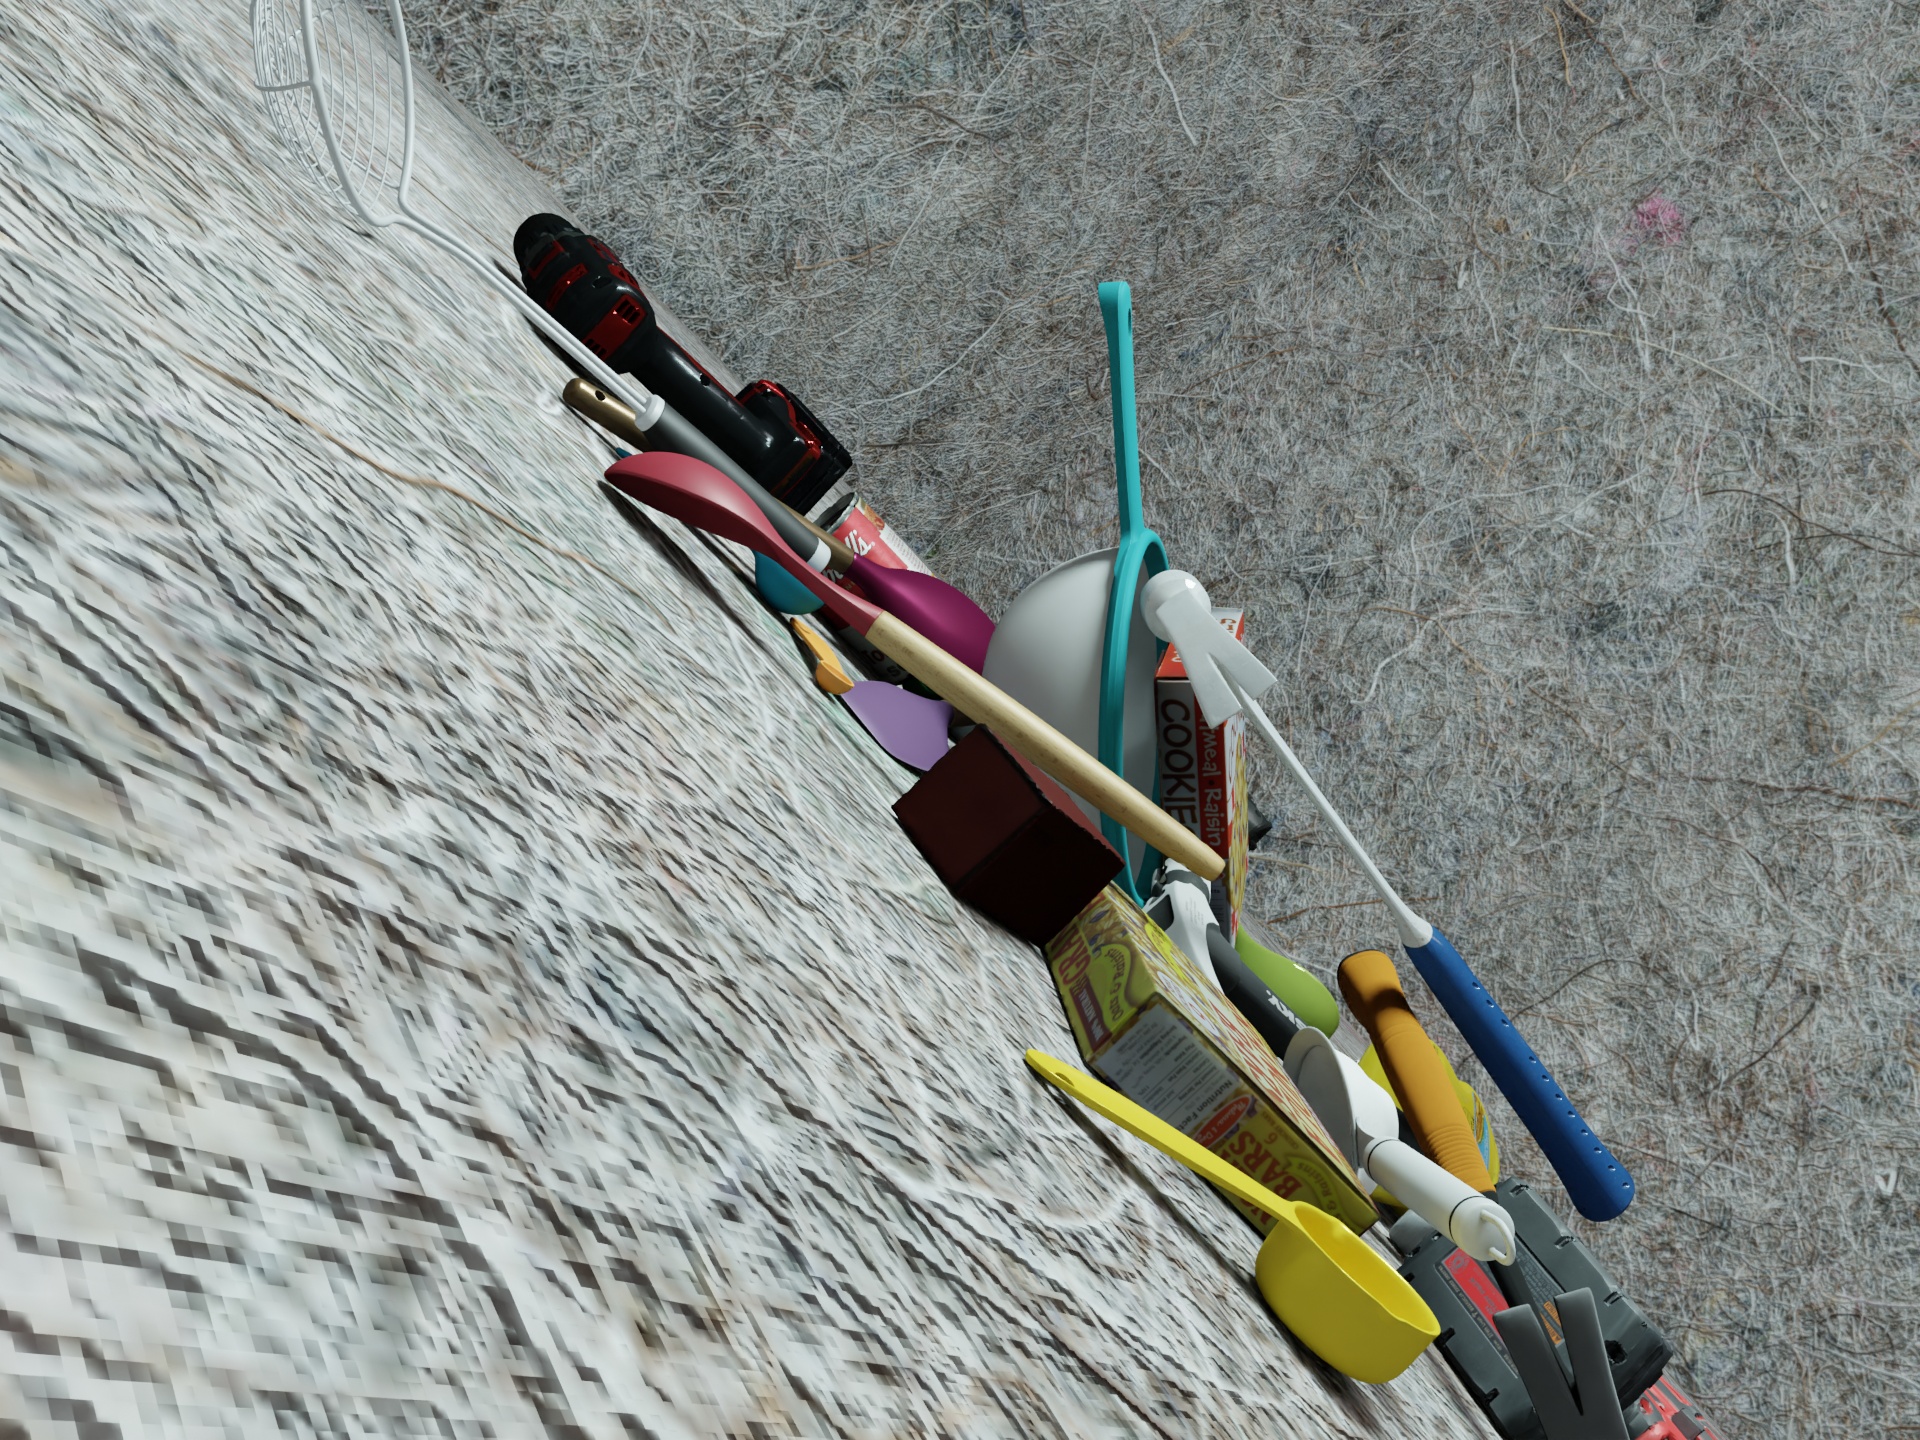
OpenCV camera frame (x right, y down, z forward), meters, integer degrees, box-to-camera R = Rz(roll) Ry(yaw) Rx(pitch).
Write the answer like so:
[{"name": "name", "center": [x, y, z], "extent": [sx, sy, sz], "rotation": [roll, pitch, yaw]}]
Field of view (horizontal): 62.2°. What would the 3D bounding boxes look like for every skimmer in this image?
[{"name": "skimmer", "center": [-0.168, -0.198, 0.731], "extent": [0.363, 0.090, 0.127], "rotation": [41, 28, -32]}]

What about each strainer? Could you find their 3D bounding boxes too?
[{"name": "strainer", "center": [0.167, 0.173, 0.623], "extent": [0.258, 0.050, 0.087], "rotation": [127, -40, -86]}, {"name": "strainer", "center": [0.057, -0.061, 0.867], "extent": [0.211, 0.095, 0.340], "rotation": [-51, 138, -66]}]

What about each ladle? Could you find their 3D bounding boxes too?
[{"name": "ladle", "center": [-0.017, -0.026, 0.686], "extent": [0.315, 0.031, 0.069], "rotation": [36, -6, 0]}, {"name": "ladle", "center": [0.172, 0.070, 1.063], "extent": [0.078, 0.062, 0.320], "rotation": [127, -47, -55]}]

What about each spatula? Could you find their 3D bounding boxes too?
[{"name": "spatula", "center": [-0.001, -0.003, 0.898], "extent": [0.060, 0.018, 0.316], "rotation": [50, 14, 8]}]

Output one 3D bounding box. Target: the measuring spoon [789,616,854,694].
[{"name": "measuring spoon", "center": [-0.072, -0.032, 0.781], "extent": [0.021, 0.011, 0.117], "rotation": [35, 5, -22]}]

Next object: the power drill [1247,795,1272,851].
[{"name": "power drill", "center": [0.121, 0.021, 1.177], "extent": [0.228, 0.080, 0.191], "rotation": [44, 3, -12]}]

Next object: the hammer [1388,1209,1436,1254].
[{"name": "hammer", "center": [0.339, 0.357, 0.975], "extent": [0.128, 0.033, 0.330], "rotation": [48, 5, 28]}]

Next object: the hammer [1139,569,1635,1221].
[{"name": "hammer", "center": [0.221, 0.101, 0.788], "extent": [0.405, 0.035, 0.144], "rotation": [51, 9, -15]}]

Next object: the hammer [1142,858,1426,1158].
[{"name": "hammer", "center": [0.221, 0.213, 0.824], "extent": [0.334, 0.035, 0.146], "rotation": [43, 20, -7]}]

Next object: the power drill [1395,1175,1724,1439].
[{"name": "power drill", "center": [0.309, 0.326, 0.742], "extent": [0.219, 0.078, 0.143], "rotation": [47, 4, -25]}]

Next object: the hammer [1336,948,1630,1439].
[{"name": "hammer", "center": [0.218, 0.193, 0.706], "extent": [0.337, 0.034, 0.127], "rotation": [-92, 160, -68]}]

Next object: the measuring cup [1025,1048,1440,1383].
[{"name": "measuring cup", "center": [0.078, 0.153, 0.492], "extent": [0.156, 0.029, 0.062], "rotation": [34, 6, -6]}]

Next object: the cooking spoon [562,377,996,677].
[{"name": "cooking spoon", "center": [-0.081, -0.099, 0.871], "extent": [0.318, 0.017, 0.069], "rotation": [30, 48, -37]}]

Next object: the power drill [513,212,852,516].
[{"name": "power drill", "center": [-0.190, -0.231, 1.024], "extent": [0.226, 0.080, 0.188], "rotation": [38, 8, -41]}]

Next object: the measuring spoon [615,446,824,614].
[{"name": "measuring spoon", "center": [-0.124, -0.091, 0.798], "extent": [0.128, 0.021, 0.042], "rotation": [36, -6, -14]}]

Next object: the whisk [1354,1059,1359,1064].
[{"name": "whisk", "center": [0.252, 0.250, 1.087], "extent": [0.246, 0.058, 0.059], "rotation": [40, 42, -76]}]
